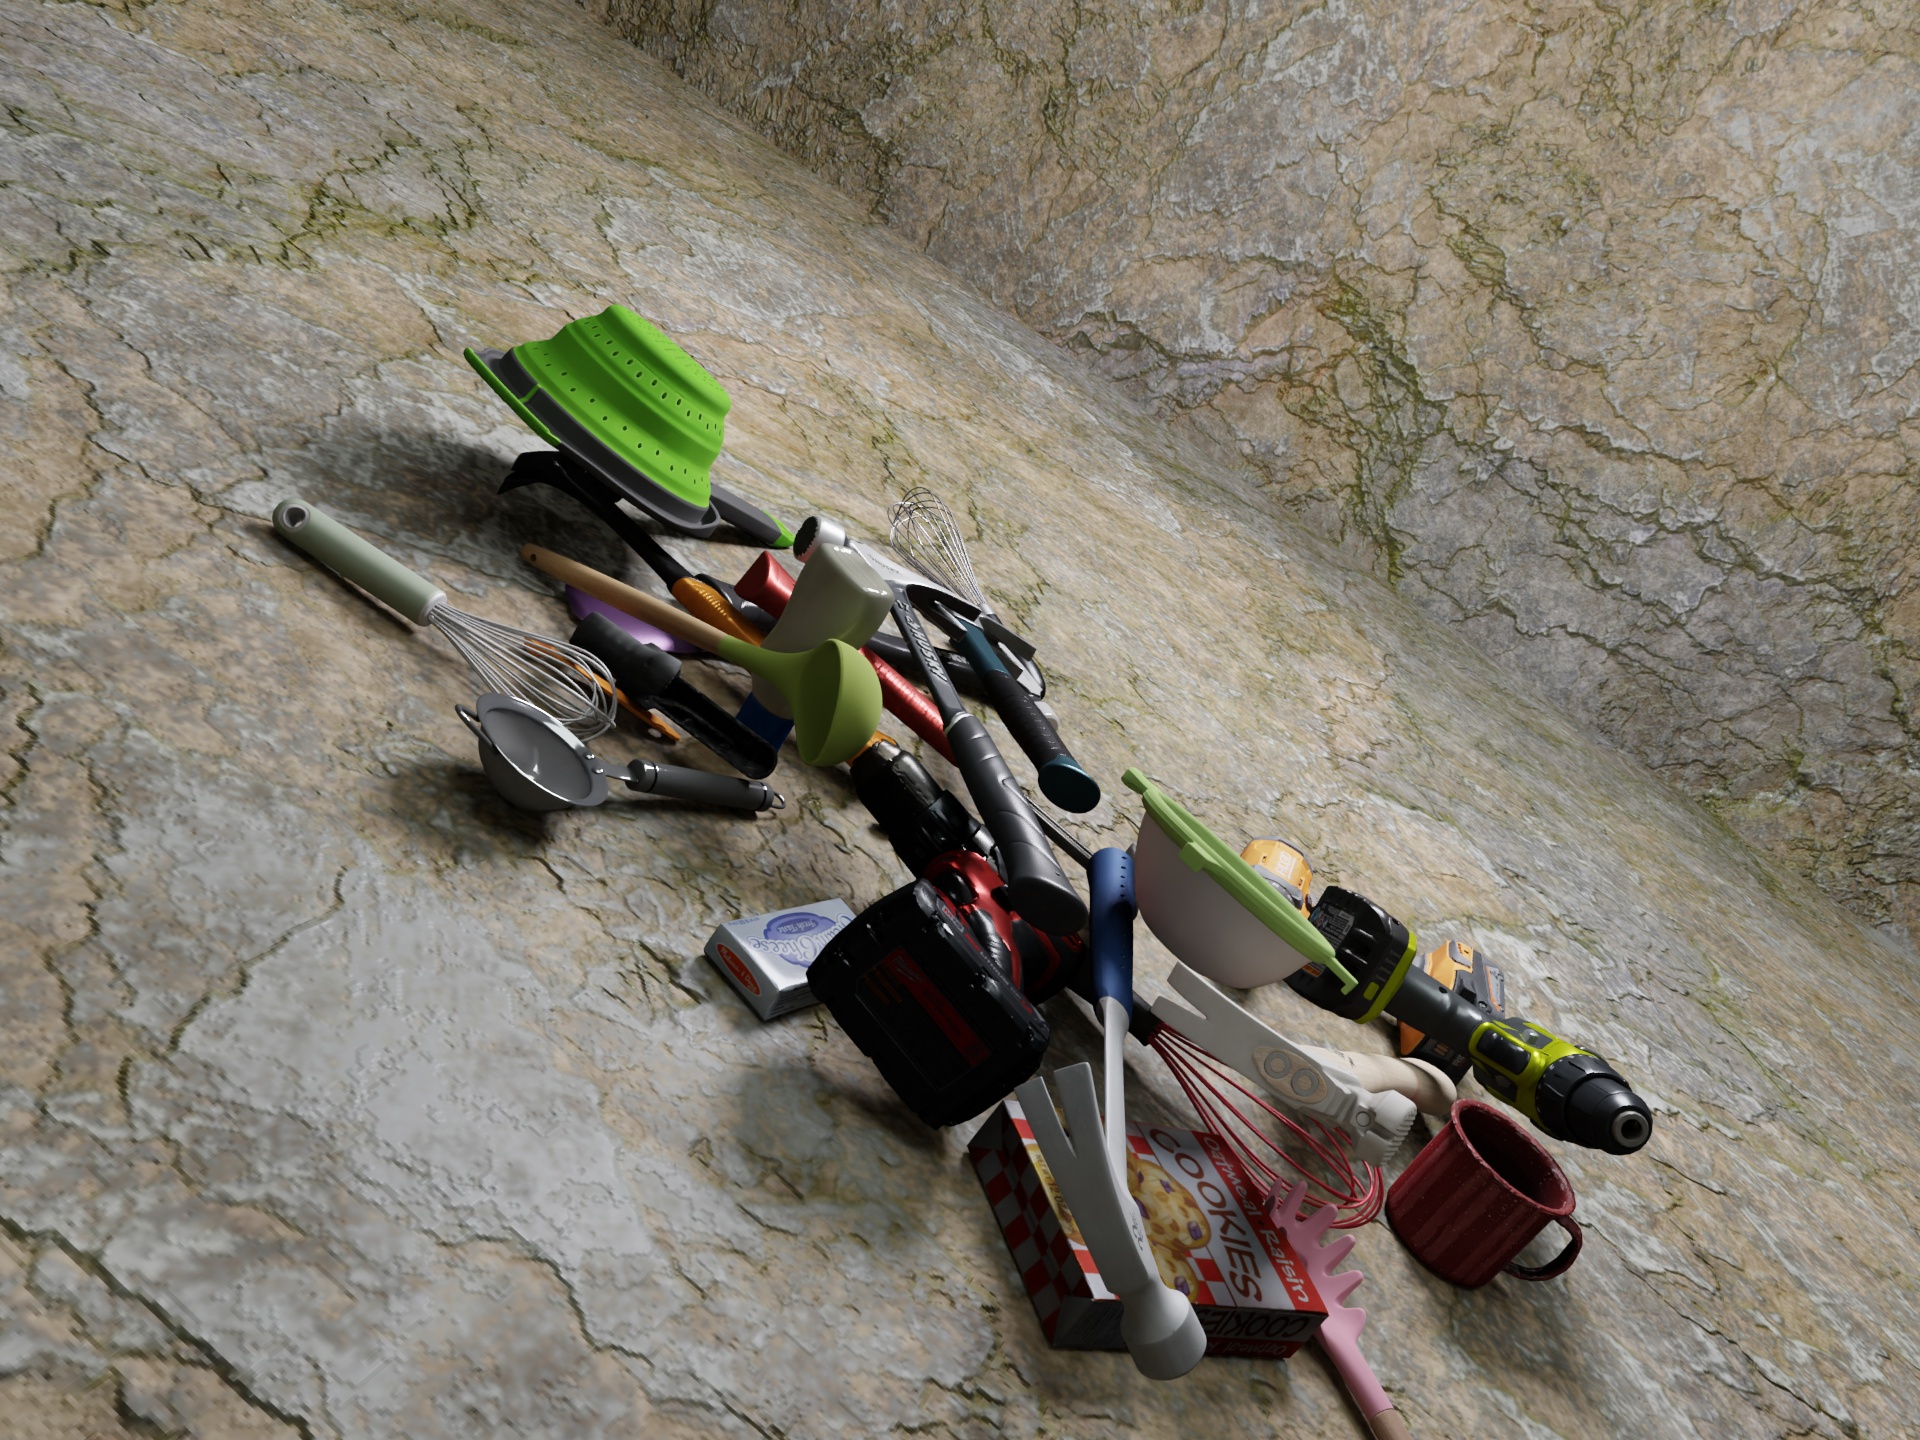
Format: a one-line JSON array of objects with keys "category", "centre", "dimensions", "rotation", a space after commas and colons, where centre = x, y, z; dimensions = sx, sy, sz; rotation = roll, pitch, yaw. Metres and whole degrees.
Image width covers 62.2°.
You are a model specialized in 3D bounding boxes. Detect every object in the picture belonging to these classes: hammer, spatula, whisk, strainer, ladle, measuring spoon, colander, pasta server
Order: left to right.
[{"category": "whisk", "centre": [-0.308, -0.062, 0.949], "dimensions": [0.246, 0.058, 0.059], "rotation": [33, -13, 5]}, {"category": "measuring spoon", "centre": [-0.228, -0.018, 1.009], "dimensions": [0.117, 0.011, 0.021], "rotation": [35, 6, -6]}, {"category": "strainer", "centre": [-0.191, 0.033, 0.914], "dimensions": [0.258, 0.050, 0.087], "rotation": [15, 31, -51]}, {"category": "ladle", "centre": [-0.179, -0.057, 1.022], "dimensions": [0.320, 0.078, 0.062], "rotation": [25, 16, 27]}, {"category": "colander", "centre": [-0.205, -0.219, 1.224], "dimensions": [0.205, 0.094, 0.396], "rotation": [45, 9, 22]}, {"category": "hammer", "centre": [-0.174, -0.075, 1.113], "dimensions": [0.337, 0.034, 0.127], "rotation": [42, 19, 12]}, {"category": "spatula", "centre": [-0.143, -0.046, 1.172], "dimensions": [0.315, 0.018, 0.060], "rotation": [15, 30, -37]}, {"category": "hammer", "centre": [-0.073, -0.065, 1.287], "dimensions": [0.334, 0.035, 0.146], "rotation": [14, 30, -39]}, {"category": "hammer", "centre": [-0.011, 0.009, 1.130], "dimensions": [0.359, 0.036, 0.149], "rotation": [41, 11, -2]}, {"category": "hammer", "centre": [-0.002, -0.003, 1.021], "dimensions": [0.149, 0.036, 0.409], "rotation": [24, 23, -32]}, {"category": "whisk", "centre": [0.007, -0.118, 1.480], "dimensions": [0.070, 0.070, 0.285], "rotation": [10, 36, -45]}, {"category": "hammer", "centre": [0.032, -0.023, 1.206], "dimensions": [0.128, 0.033, 0.331], "rotation": [25, 17, -26]}, {"category": "hammer", "centre": [0.081, 0.160, 0.862], "dimensions": [0.406, 0.035, 0.144], "rotation": [-75, 142, -71]}, {"category": "strainer", "centre": [0.138, 0.098, 1.020], "dimensions": [0.151, 0.069, 0.257], "rotation": [39, 5, -23]}, {"category": "whisk", "centre": [0.137, 0.205, 0.987], "dimensions": [0.296, 0.073, 0.073], "rotation": [38, 21, 24]}, {"category": "hammer", "centre": [0.244, 0.218, 1.000], "dimensions": [0.146, 0.038, 0.410], "rotation": [31, 2, 28]}, {"category": "pasta server", "centre": [0.232, 0.371, 0.800], "dimensions": [0.060, 0.040, 0.317], "rotation": [20, 27, -36]}]

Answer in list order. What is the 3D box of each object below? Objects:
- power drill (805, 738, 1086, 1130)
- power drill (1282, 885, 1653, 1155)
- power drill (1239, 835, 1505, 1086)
[{"category": "power drill", "centre": [-0.013, 0.107, 0.897], "dimensions": [0.188, 0.080, 0.227], "rotation": [50, 16, -3]}, {"category": "power drill", "centre": [0.342, 0.209, 1.074], "dimensions": [0.228, 0.080, 0.190], "rotation": [32, 0, -3]}, {"category": "power drill", "centre": [0.302, 0.186, 1.229], "dimensions": [0.226, 0.084, 0.185], "rotation": [32, 22, 8]}]
